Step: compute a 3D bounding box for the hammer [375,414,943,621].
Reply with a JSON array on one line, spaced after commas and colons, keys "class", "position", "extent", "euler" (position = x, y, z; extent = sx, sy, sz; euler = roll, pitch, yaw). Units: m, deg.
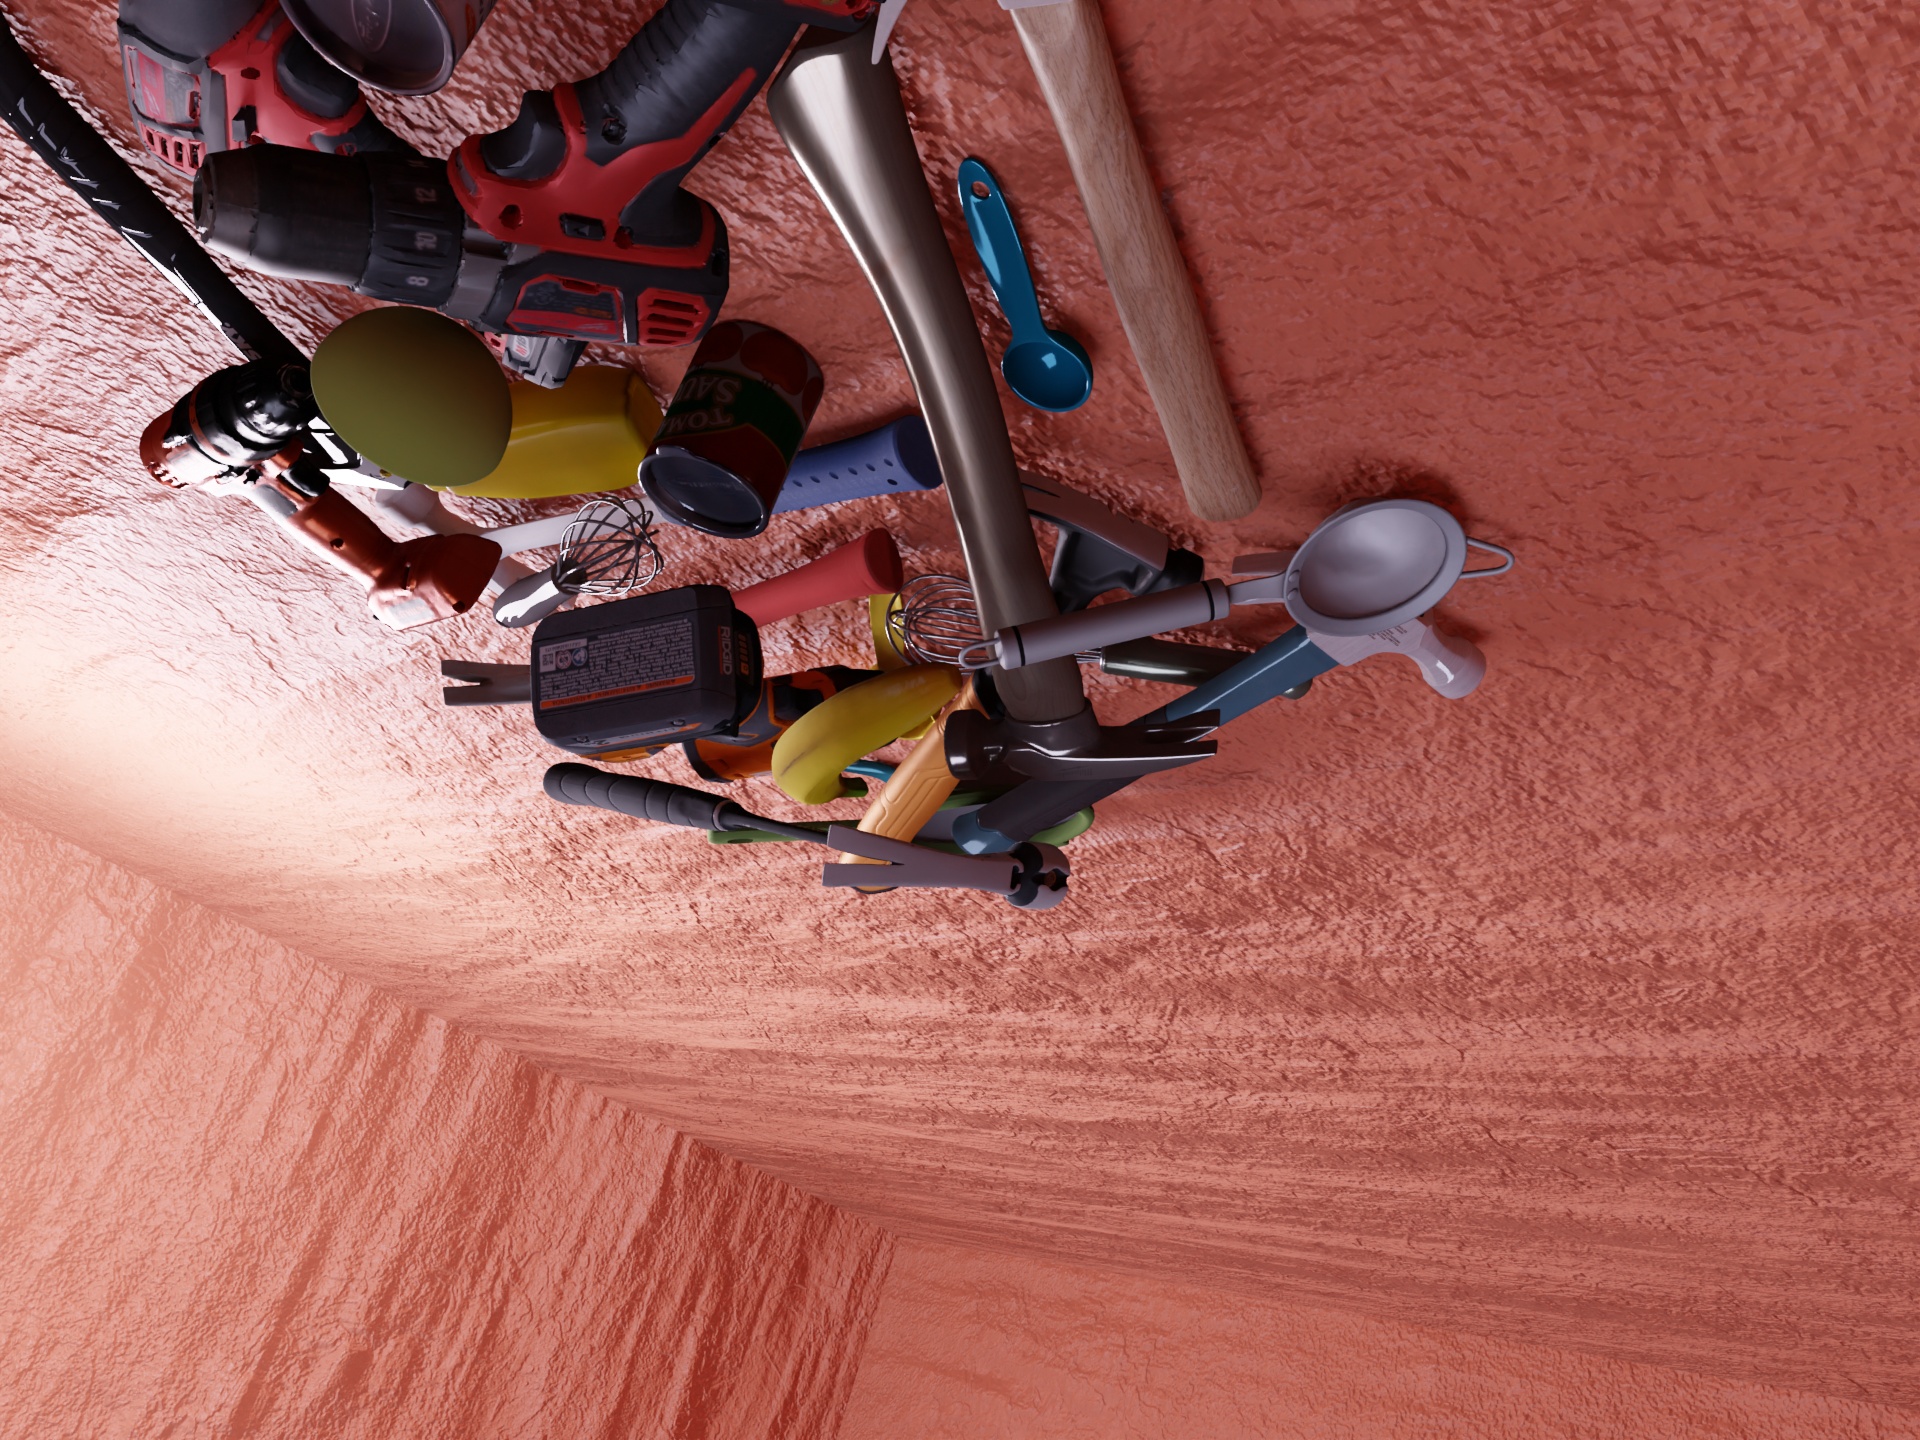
[{"class": "hammer", "position": [-0.171, -0.119, 0.918], "extent": [0.405, 0.035, 0.143], "euler": [-4, 146, 39]}]

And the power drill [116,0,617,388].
[{"class": "power drill", "position": [-0.245, -0.247, 0.673], "extent": [0.219, 0.079, 0.143], "euler": [28, 154, -12]}]

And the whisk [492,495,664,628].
[{"class": "whisk", "position": [-0.234, -0.085, 0.937], "extent": [0.055, 0.055, 0.239], "euler": [32, 156, -25]}]

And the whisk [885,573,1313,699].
[{"class": "whisk", "position": [0.075, -0.041, 0.900], "extent": [0.246, 0.059, 0.058], "euler": [9, -170, 12]}]

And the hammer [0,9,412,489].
[{"class": "hammer", "position": [-0.413, -0.239, 0.847], "extent": [0.146, 0.035, 0.334], "euler": [5, 151, 26]}]

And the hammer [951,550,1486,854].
[{"class": "hammer", "position": [0.115, 0.008, 0.885], "extent": [0.128, 0.033, 0.331], "euler": [35, 135, -24]}]

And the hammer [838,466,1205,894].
[{"class": "hammer", "position": [-0.001, -0.003, 0.902], "extent": [0.127, 0.034, 0.336], "euler": [25, 135, -11]}]

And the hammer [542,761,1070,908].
[{"class": "hammer", "position": [-0.133, 0.060, 0.949], "extent": [0.149, 0.036, 0.409], "euler": [10, 178, -45]}]

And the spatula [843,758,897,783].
[{"class": "spatula", "position": [-0.132, 0.027, 1.176], "extent": [0.317, 0.044, 0.082], "euler": [21, 161, -1]}]

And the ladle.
[{"class": "ladle", "position": [-0.245, -0.150, 0.731], "extent": [0.078, 0.062, 0.320], "euler": [33, 180, -20]}]

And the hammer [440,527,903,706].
[{"class": "hammer", "position": [-0.174, -0.057, 0.993], "extent": [0.359, 0.037, 0.149], "euler": [-14, 172, 43]}]

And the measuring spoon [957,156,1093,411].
[{"class": "measuring spoon", "position": [0.027, -0.187, 0.676], "extent": [0.042, 0.021, 0.128], "euler": [5, 142, 29]}]

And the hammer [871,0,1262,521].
[{"class": "hammer", "position": [0.066, -0.187, 0.623], "extent": [0.130, 0.031, 0.331], "euler": [5, 152, 26]}]

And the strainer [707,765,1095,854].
[{"class": "strainer", "position": [-0.040, 0.046, 1.063], "extent": [0.256, 0.069, 0.151], "euler": [-2, 161, -4]}]

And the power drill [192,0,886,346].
[{"class": "power drill", "position": [-0.135, -0.213, 0.523], "extent": [0.187, 0.080, 0.226], "euler": [-2, 153, -36]}]

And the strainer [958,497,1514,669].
[{"class": "strainer", "position": [0.124, -0.060, 0.732], "extent": [0.258, 0.050, 0.086], "euler": [-14, 139, -6]}]

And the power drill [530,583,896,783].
[{"class": "power drill", "position": [-0.123, -0.014, 0.926], "extent": [0.164, 0.084, 0.226], "euler": [-9, 168, 20]}]

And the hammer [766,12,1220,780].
[{"class": "hammer", "position": [0.016, -0.115, 0.715], "extent": [0.146, 0.038, 0.410], "euler": [-4, 137, 17]}]

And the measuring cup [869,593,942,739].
[{"class": "measuring cup", "position": [-0.039, -0.046, 0.998], "extent": [0.062, 0.029, 0.156], "euler": [16, 143, 13]}]
